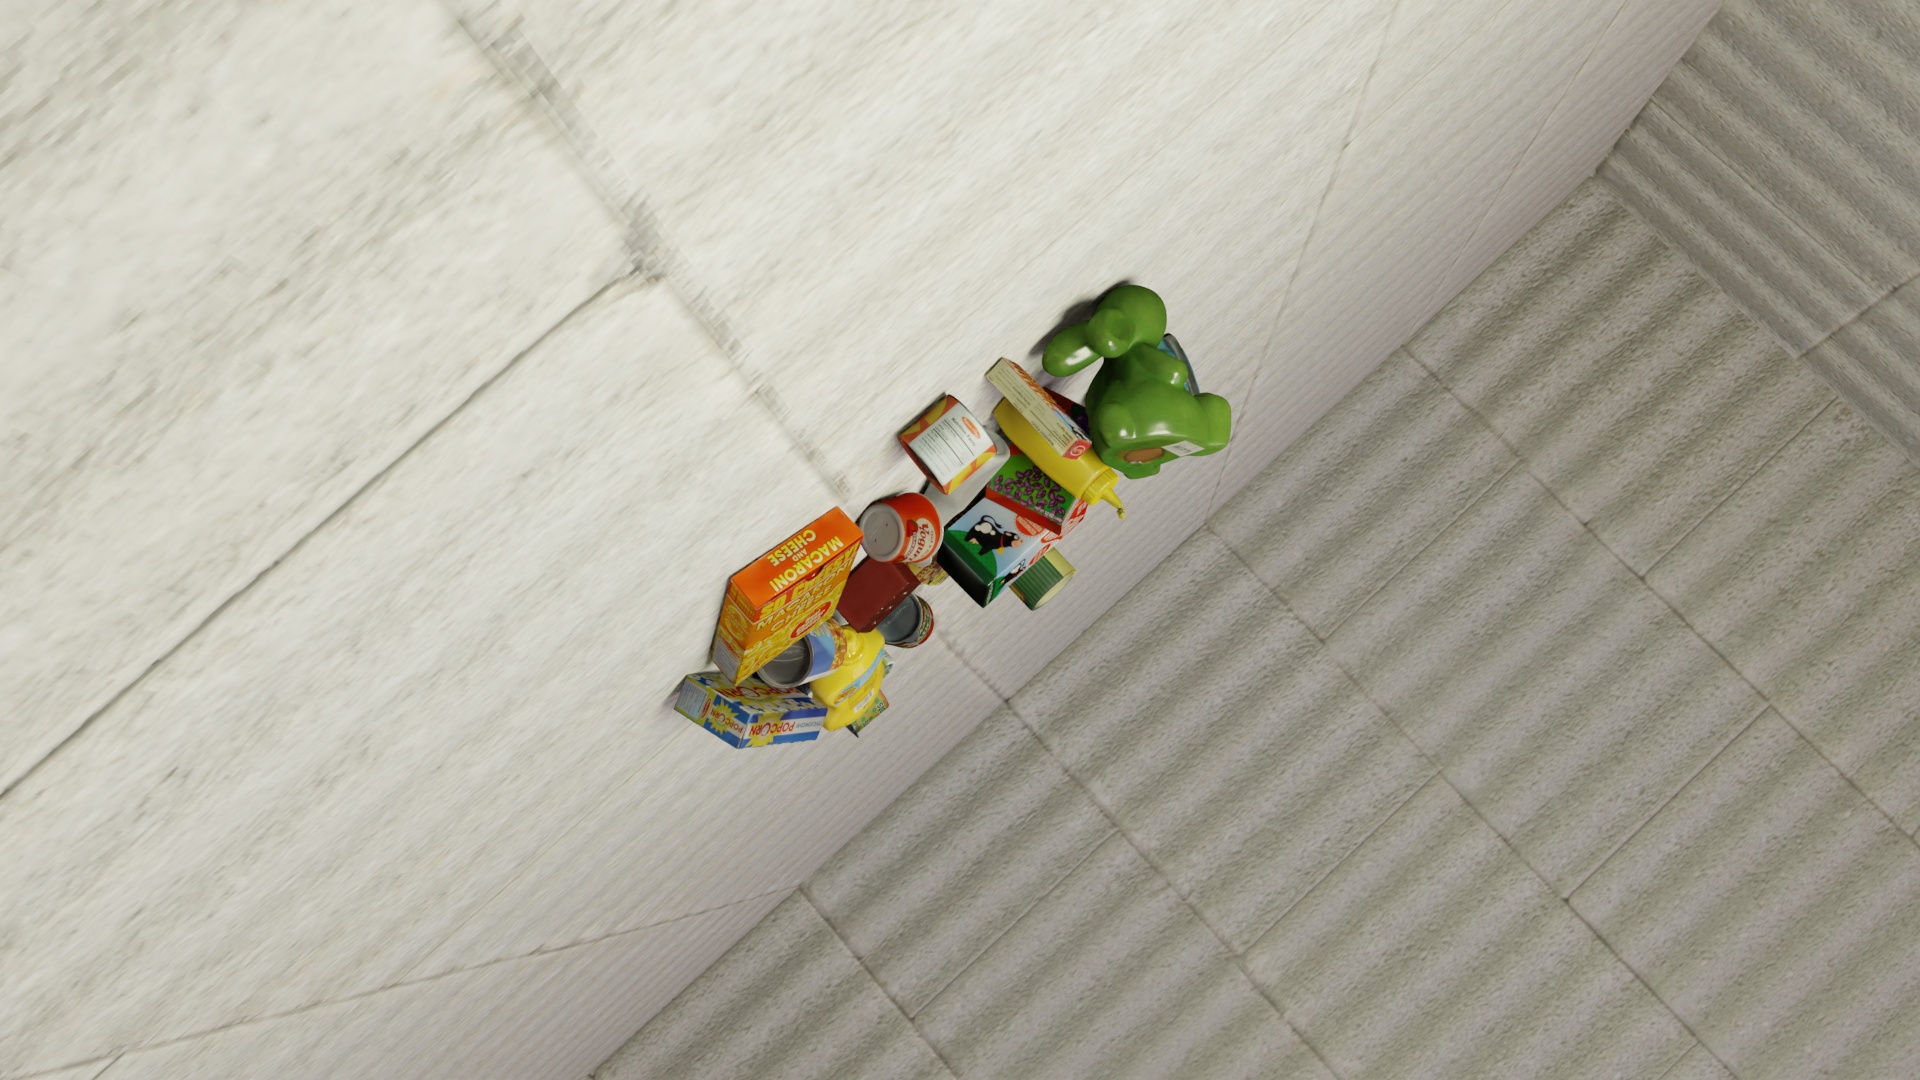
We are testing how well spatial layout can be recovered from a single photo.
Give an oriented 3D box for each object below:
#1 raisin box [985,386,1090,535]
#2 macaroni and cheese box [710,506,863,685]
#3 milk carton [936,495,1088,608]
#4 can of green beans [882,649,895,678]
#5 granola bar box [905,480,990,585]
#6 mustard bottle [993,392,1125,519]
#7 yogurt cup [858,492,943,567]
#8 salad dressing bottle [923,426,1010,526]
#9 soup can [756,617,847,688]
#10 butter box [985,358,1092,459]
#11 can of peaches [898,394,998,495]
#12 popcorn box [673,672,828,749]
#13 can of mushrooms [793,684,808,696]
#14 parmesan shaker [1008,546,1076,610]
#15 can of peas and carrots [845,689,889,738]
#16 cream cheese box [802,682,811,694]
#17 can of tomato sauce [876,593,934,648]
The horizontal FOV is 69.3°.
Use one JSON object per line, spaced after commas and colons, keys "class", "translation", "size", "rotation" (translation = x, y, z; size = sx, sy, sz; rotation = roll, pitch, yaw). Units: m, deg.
{"class": "raisin box", "translation": [0.091, -0.079, 1.382], "size": [0.123, 0.086, 0.040], "rotation": [-60, 170, -15]}
{"class": "macaroni and cheese box", "translation": [-0.156, 0.052, 1.246], "size": [0.124, 0.040, 0.165], "rotation": [-36, 167, -30]}
{"class": "milk carton", "translation": [0.069, -0.026, 1.425], "size": [0.191, 0.073, 0.072], "rotation": [-41, 165, -18]}
{"class": "can of green beans", "translation": [-0.120, 0.145, 1.646], "size": [0.071, 0.058, 0.071], "rotation": [-40, 168, -10]}
{"class": "granola bar box", "translation": [0.005, -0.019, 1.517], "size": [0.165, 0.039, 0.124], "rotation": [-45, 168, 10]}
{"class": "mustard bottle", "translation": [0.104, -0.081, 1.320], "size": [0.048, 0.160, 0.065], "rotation": [-50, 167, 28]}
{"class": "yogurt cup", "translation": [-0.058, -0.010, 1.292], "size": [0.072, 0.072, 0.054], "rotation": [-49, 158, 28]}
{"class": "salad dressing bottle", "translation": [-0.011, -0.047, 1.358], "size": [0.147, 0.044, 0.064], "rotation": [-48, 173, 32]}
{"class": "soup can", "translation": [-0.158, 0.105, 1.375], "size": [0.071, 0.071, 0.084], "rotation": [-46, 168, 16]}
{"class": "butter box", "translation": [0.069, -0.116, 1.225], "size": [0.024, 0.103, 0.053], "rotation": [-45, 166, 13]}
{"class": "can of peaches", "translation": [-0.011, -0.081, 1.183], "size": [0.058, 0.071, 0.071], "rotation": [-41, 168, -6]}
{"class": "popcorn box", "translation": [-0.197, 0.160, 1.323], "size": [0.127, 0.085, 0.038], "rotation": [7, 107, -61]}
{"class": "can of mushrooms", "translation": [-0.199, 0.174, 1.479], "size": [0.033, 0.071, 0.071], "rotation": [-49, 166, 33]}
{"class": "parmesan shaker", "translation": [0.064, 0.018, 1.483], "size": [0.071, 0.103, 0.071], "rotation": [-40, 167, -11]}
{"class": "can of peas and carrots", "translation": [-0.133, 0.211, 1.806], "size": [0.059, 0.071, 0.070], "rotation": [-39, 168, -16]}
{"class": "cream cheese box", "translation": [-0.174, 0.148, 1.566], "size": [0.053, 0.024, 0.103], "rotation": [-28, 161, -49]}
{"class": "can of tomato sauce", "translation": [-0.067, 0.091, 1.597], "size": [0.071, 0.071, 0.083], "rotation": [-43, 168, 1]}
